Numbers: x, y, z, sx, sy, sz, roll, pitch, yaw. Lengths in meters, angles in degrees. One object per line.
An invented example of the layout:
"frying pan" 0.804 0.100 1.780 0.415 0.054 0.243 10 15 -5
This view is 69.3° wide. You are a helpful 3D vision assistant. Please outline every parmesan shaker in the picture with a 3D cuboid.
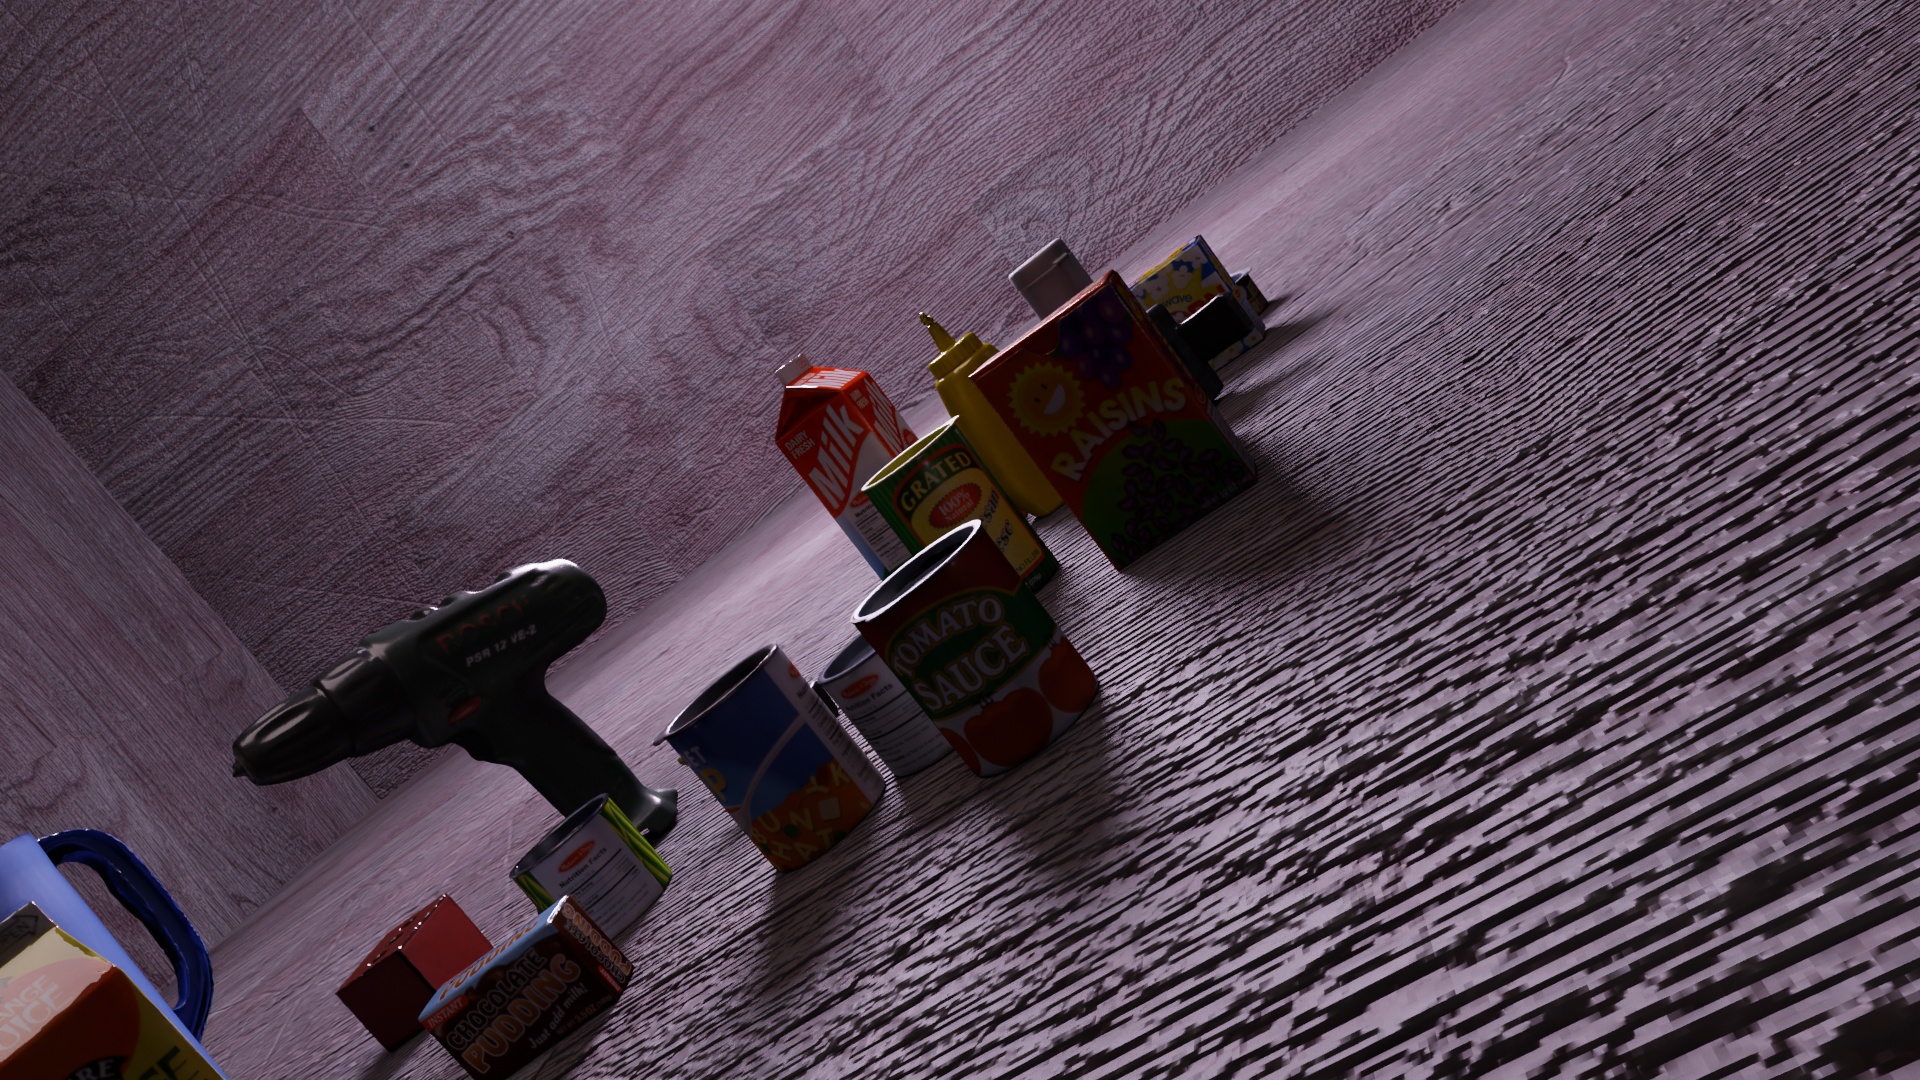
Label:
"parmesan shaker" 0.003 -0.010 0.793 0.071 0.103 0.071 -37 9 7

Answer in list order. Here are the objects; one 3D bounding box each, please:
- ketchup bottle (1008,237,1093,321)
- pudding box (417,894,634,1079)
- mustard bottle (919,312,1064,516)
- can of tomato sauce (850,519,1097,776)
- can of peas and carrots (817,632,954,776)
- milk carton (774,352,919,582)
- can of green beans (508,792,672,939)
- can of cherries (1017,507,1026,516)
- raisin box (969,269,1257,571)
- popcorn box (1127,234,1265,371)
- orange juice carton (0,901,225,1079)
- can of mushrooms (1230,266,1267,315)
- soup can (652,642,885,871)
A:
"ketchup bottle" 0.085 -0.098 0.774 0.065 0.148 0.043 -42 10 -29
"pudding box" -0.201 0.209 0.643 0.083 0.049 0.030 -36 9 9
"mustard bottle" 0.024 -0.092 0.947 0.065 0.160 0.049 -40 9 -15
"can of tomato sauce" 0.006 0.045 0.565 0.071 0.083 0.071 -37 9 7
"can of peas and carrots" -0.022 0.066 0.648 0.071 0.058 0.071 -36 9 7
"milk carton" -0.076 -0.063 1.085 0.073 0.190 0.072 -34 9 20
"can of green beans" -0.200 0.181 0.756 0.071 0.058 0.071 -36 9 7
"can of cherries" 0.005 -0.023 0.997 0.071 0.058 0.071 -36 9 7
"raisin box" 0.077 -0.059 0.690 0.086 0.123 0.040 -34 9 21
"popcorn box" 0.144 -0.148 1.005 0.126 0.085 0.038 -34 9 22
"orange juice carton" -0.336 0.239 0.553 0.072 0.192 0.072 -29 12 46
"can of mushrooms" 0.209 -0.183 1.097 0.071 0.033 0.071 -36 9 7
"soup can" -0.087 0.101 0.639 0.071 0.083 0.071 -37 9 7
